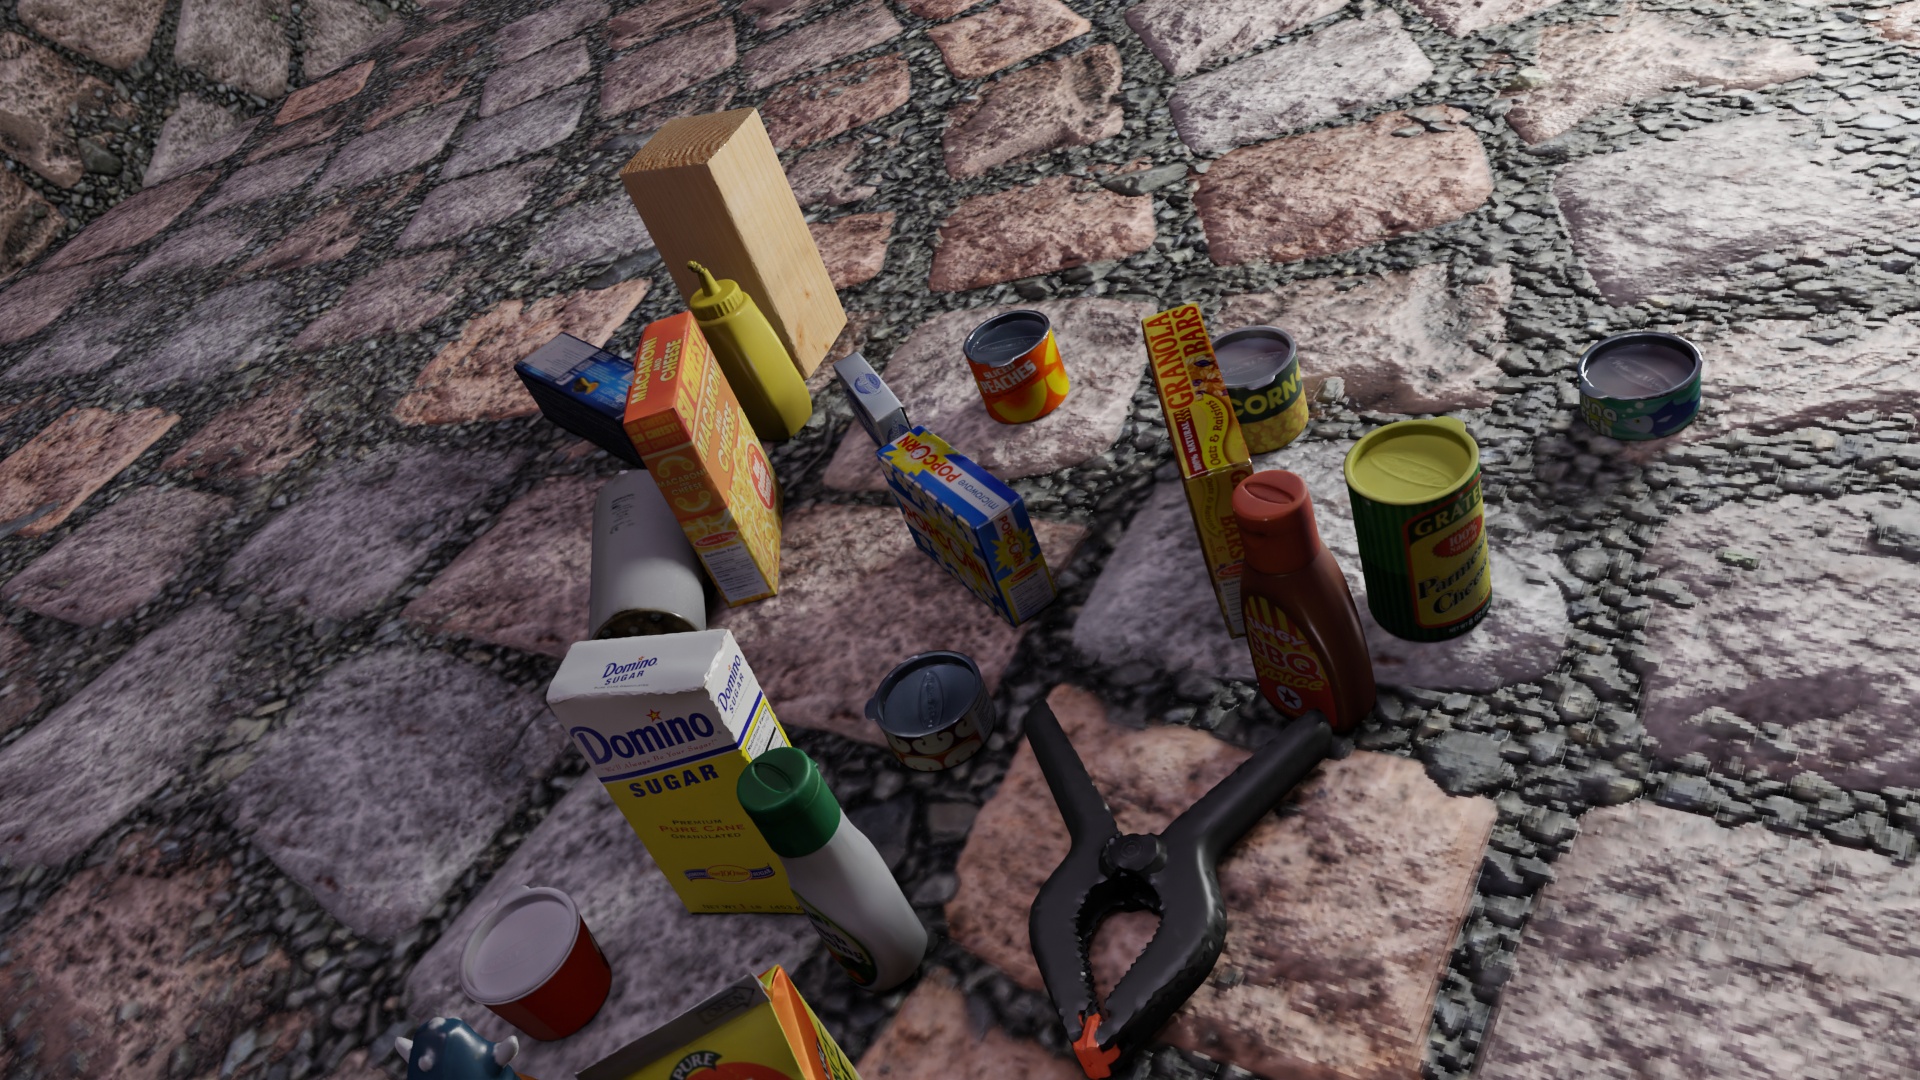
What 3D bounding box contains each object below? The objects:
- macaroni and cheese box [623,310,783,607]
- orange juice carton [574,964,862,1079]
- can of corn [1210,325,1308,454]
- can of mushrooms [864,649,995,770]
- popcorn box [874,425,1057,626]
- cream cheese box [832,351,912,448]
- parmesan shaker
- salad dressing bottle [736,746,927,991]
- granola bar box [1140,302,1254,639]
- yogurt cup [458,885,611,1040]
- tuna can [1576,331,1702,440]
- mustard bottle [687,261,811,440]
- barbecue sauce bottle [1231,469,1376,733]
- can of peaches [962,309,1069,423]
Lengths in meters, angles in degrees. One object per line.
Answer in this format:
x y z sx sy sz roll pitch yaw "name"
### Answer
-0.174 -0.055 0.958 0.040 0.165 0.124 -17 38 9 "macaroni and cheese box"
-0.073 0.236 0.539 0.072 0.191 0.073 -27 38 -5 "orange juice carton"
0.192 -0.097 0.911 0.071 0.058 0.071 -14 39 12 "can of corn"
-0.017 0.099 0.804 0.071 0.033 0.071 -14 39 12 "can of mushrooms"
0.003 -0.011 0.882 0.038 0.085 0.127 -35 39 -14 "popcorn box"
-0.062 -0.096 1.043 0.024 0.053 0.104 -29 38 -7 "cream cheese box"
0.247 -0.005 0.738 0.071 0.102 0.072 -14 39 12 "parmesan shaker"
-0.061 0.158 0.663 0.044 0.147 0.064 -42 42 -23 "salad dressing bottle"
0.148 -0.044 0.816 0.039 0.123 0.166 -16 38 10 "granola bar box"
-0.222 0.228 0.737 0.072 0.053 0.073 -14 39 12 "yogurt cup"
0.398 -0.090 0.819 0.071 0.032 0.071 -14 39 12 "tuna can"
-0.170 -0.151 1.075 0.065 0.159 0.049 11 49 37 "mustard bottle"
0.168 0.031 0.698 0.044 0.148 0.065 -42 41 -22 "barbecue sauce bottle"
0.041 -0.126 1.022 0.071 0.057 0.071 -14 39 12 "can of peaches"
